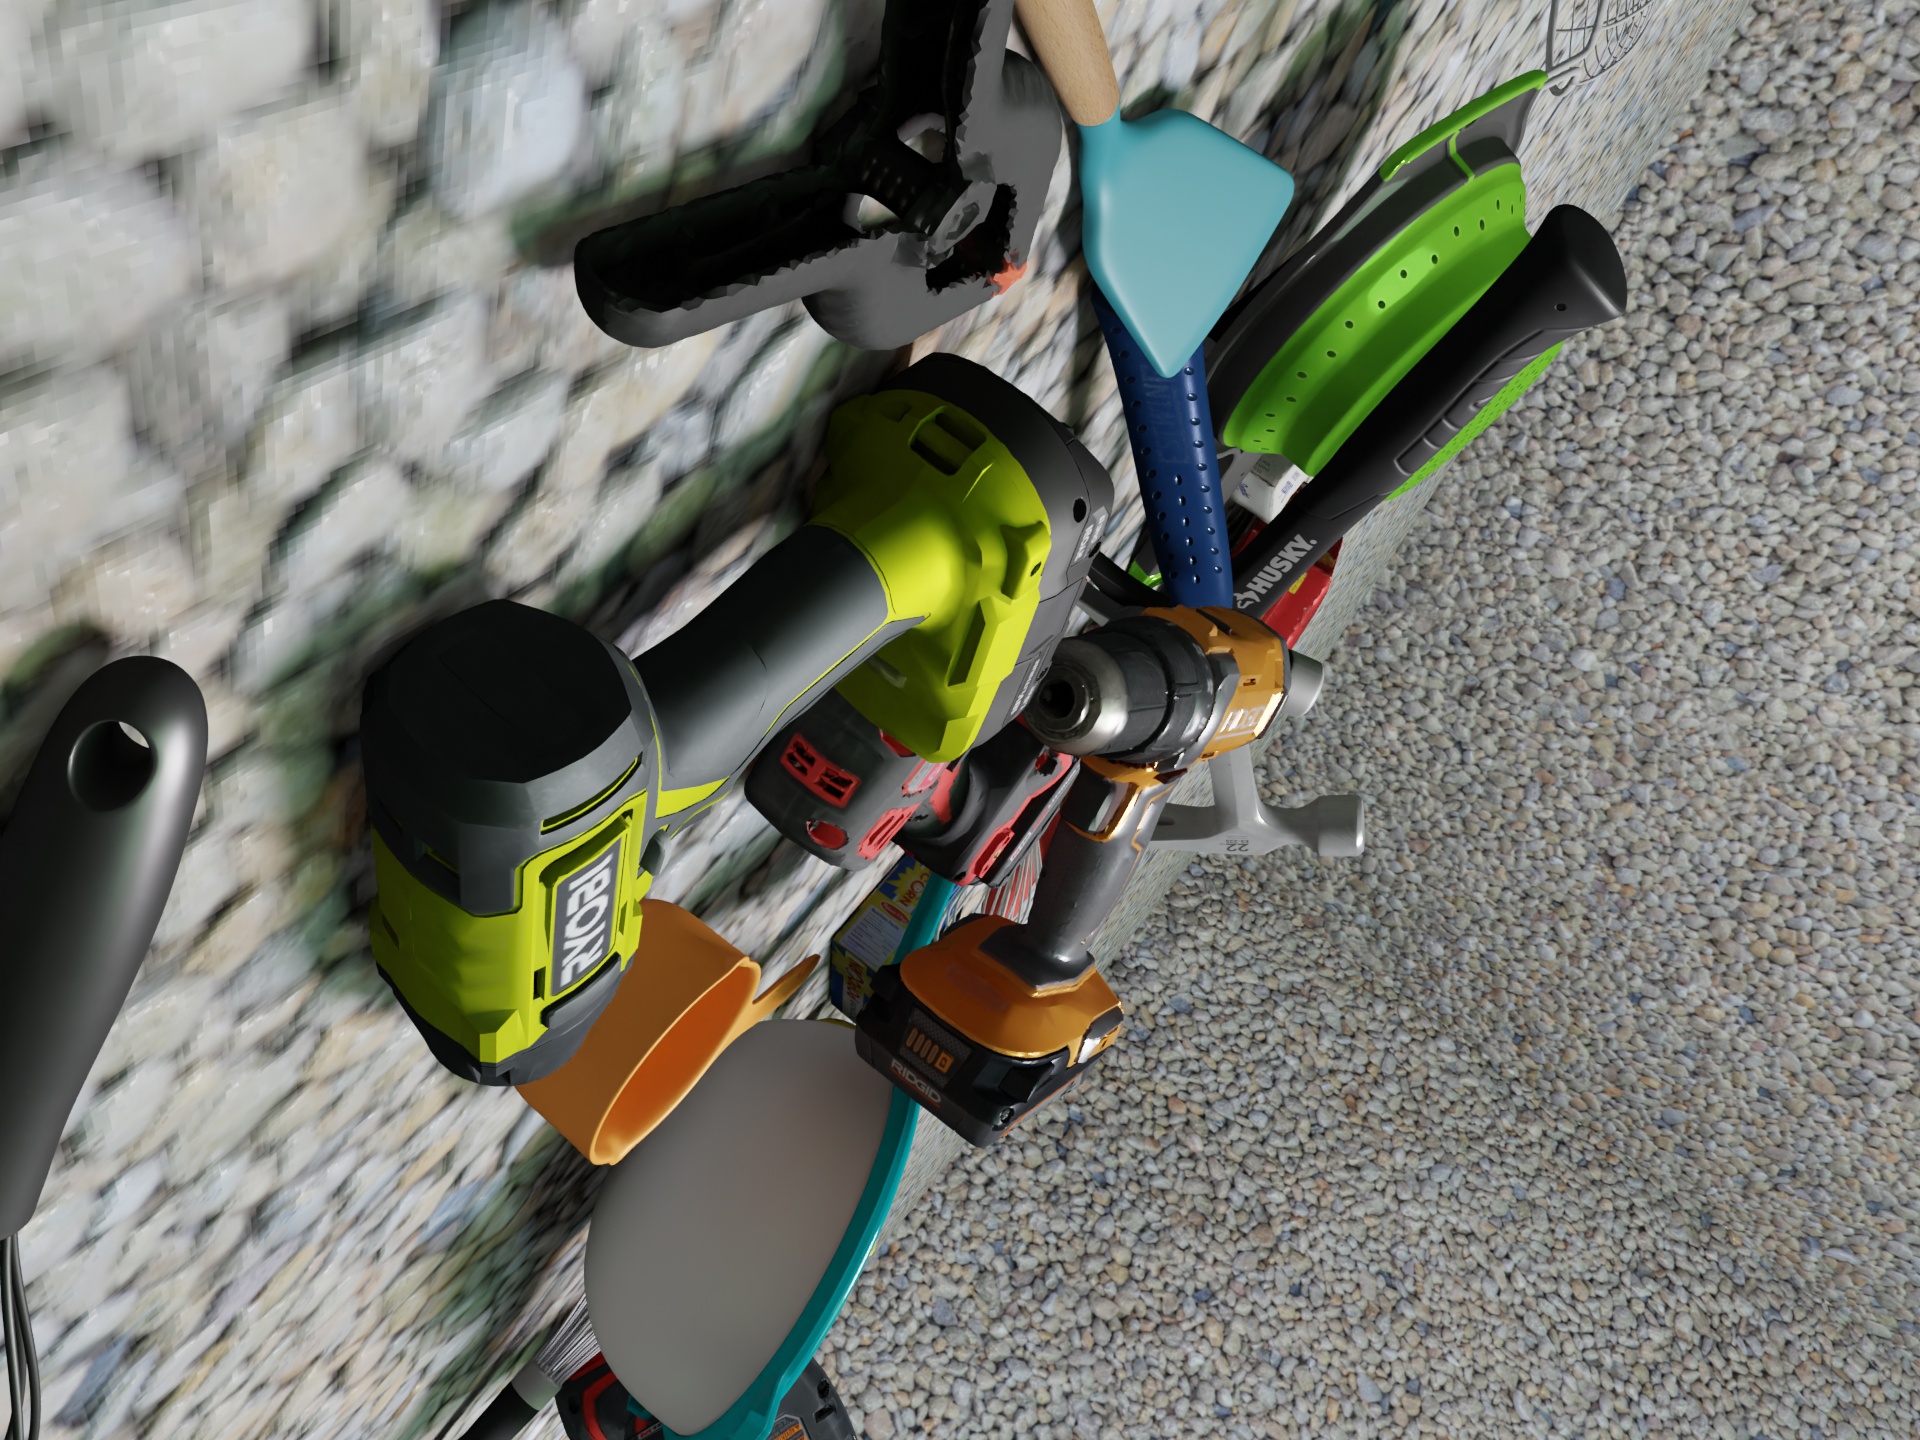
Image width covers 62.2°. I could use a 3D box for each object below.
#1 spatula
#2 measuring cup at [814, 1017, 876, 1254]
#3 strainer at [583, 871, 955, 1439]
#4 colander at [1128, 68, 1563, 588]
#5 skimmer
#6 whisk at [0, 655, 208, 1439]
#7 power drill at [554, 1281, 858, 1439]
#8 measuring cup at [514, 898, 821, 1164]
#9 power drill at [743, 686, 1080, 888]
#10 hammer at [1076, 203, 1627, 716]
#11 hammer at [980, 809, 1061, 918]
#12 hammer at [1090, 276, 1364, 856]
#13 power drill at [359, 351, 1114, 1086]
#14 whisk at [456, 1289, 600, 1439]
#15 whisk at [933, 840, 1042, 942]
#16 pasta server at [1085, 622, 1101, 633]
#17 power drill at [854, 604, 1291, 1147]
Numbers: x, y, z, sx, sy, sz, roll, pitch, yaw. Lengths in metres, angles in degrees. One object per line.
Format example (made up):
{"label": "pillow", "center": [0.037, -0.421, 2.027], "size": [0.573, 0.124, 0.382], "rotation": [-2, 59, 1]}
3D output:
{"label": "spatula", "center": [0.041, -0.173, 0.423], "size": [0.082, 0.044, 0.317], "rotation": [-57, 166, 7]}
{"label": "measuring cup", "center": [-0.067, 0.239, 0.931], "size": [0.157, 0.062, 0.029], "rotation": [-110, -147, -48]}
{"label": "strainer", "center": [-0.088, 0.165, 0.760], "size": [0.211, 0.095, 0.340], "rotation": [-36, -155, 60]}
{"label": "colander", "center": [0.184, -0.136, 0.801], "size": [0.204, 0.094, 0.397], "rotation": [-35, 169, -26]}
{"label": "skimmer", "center": [0.225, -0.302, 0.787], "size": [0.363, 0.090, 0.127], "rotation": [-41, 163, -11]}
{"label": "whisk", "center": [-0.185, 0.092, 0.301], "size": [0.239, 0.055, 0.055], "rotation": [-62, 165, 18]}
{"label": "power drill", "center": [-0.121, 0.362, 0.870], "size": [0.188, 0.080, 0.227], "rotation": [-25, -176, -19]}
{"label": "measuring cup", "center": [-0.105, 0.101, 0.602], "size": [0.095, 0.052, 0.173], "rotation": [-57, 169, 15]}
{"label": "power drill", "center": [-0.001, -0.002, 0.661], "size": [0.143, 0.078, 0.219], "rotation": [-54, 165, 0]}
{"label": "hammer", "center": [0.162, -0.102, 0.689], "size": [0.334, 0.146, 0.035], "rotation": [128, -17, -60]}
{"label": "hammer", "center": [0.035, 0.096, 0.988], "size": [0.359, 0.037, 0.149], "rotation": [-55, 169, -45]}
{"label": "hammer", "center": [0.107, -0.045, 0.735], "size": [0.405, 0.144, 0.035], "rotation": [68, 25, -53]}
{"label": "power drill", "center": [-0.063, 0.002, 0.448], "size": [0.223, 0.080, 0.171], "rotation": [-40, 161, -36]}
{"label": "whisk", "center": [-0.202, 0.329, 0.851], "size": [0.284, 0.070, 0.070], "rotation": [-46, 166, -13]}
{"label": "whisk", "center": [0.037, 0.059, 0.891], "size": [0.246, 0.059, 0.057], "rotation": [-69, 167, -49]}
{"label": "pasta server", "center": [0.031, 0.006, 0.878], "size": [0.040, 0.060, 0.316], "rotation": [-26, -176, 38]}
{"label": "power drill", "center": [0.041, 0.056, 0.635], "size": [0.185, 0.084, 0.226], "rotation": [-6, 126, -63]}
